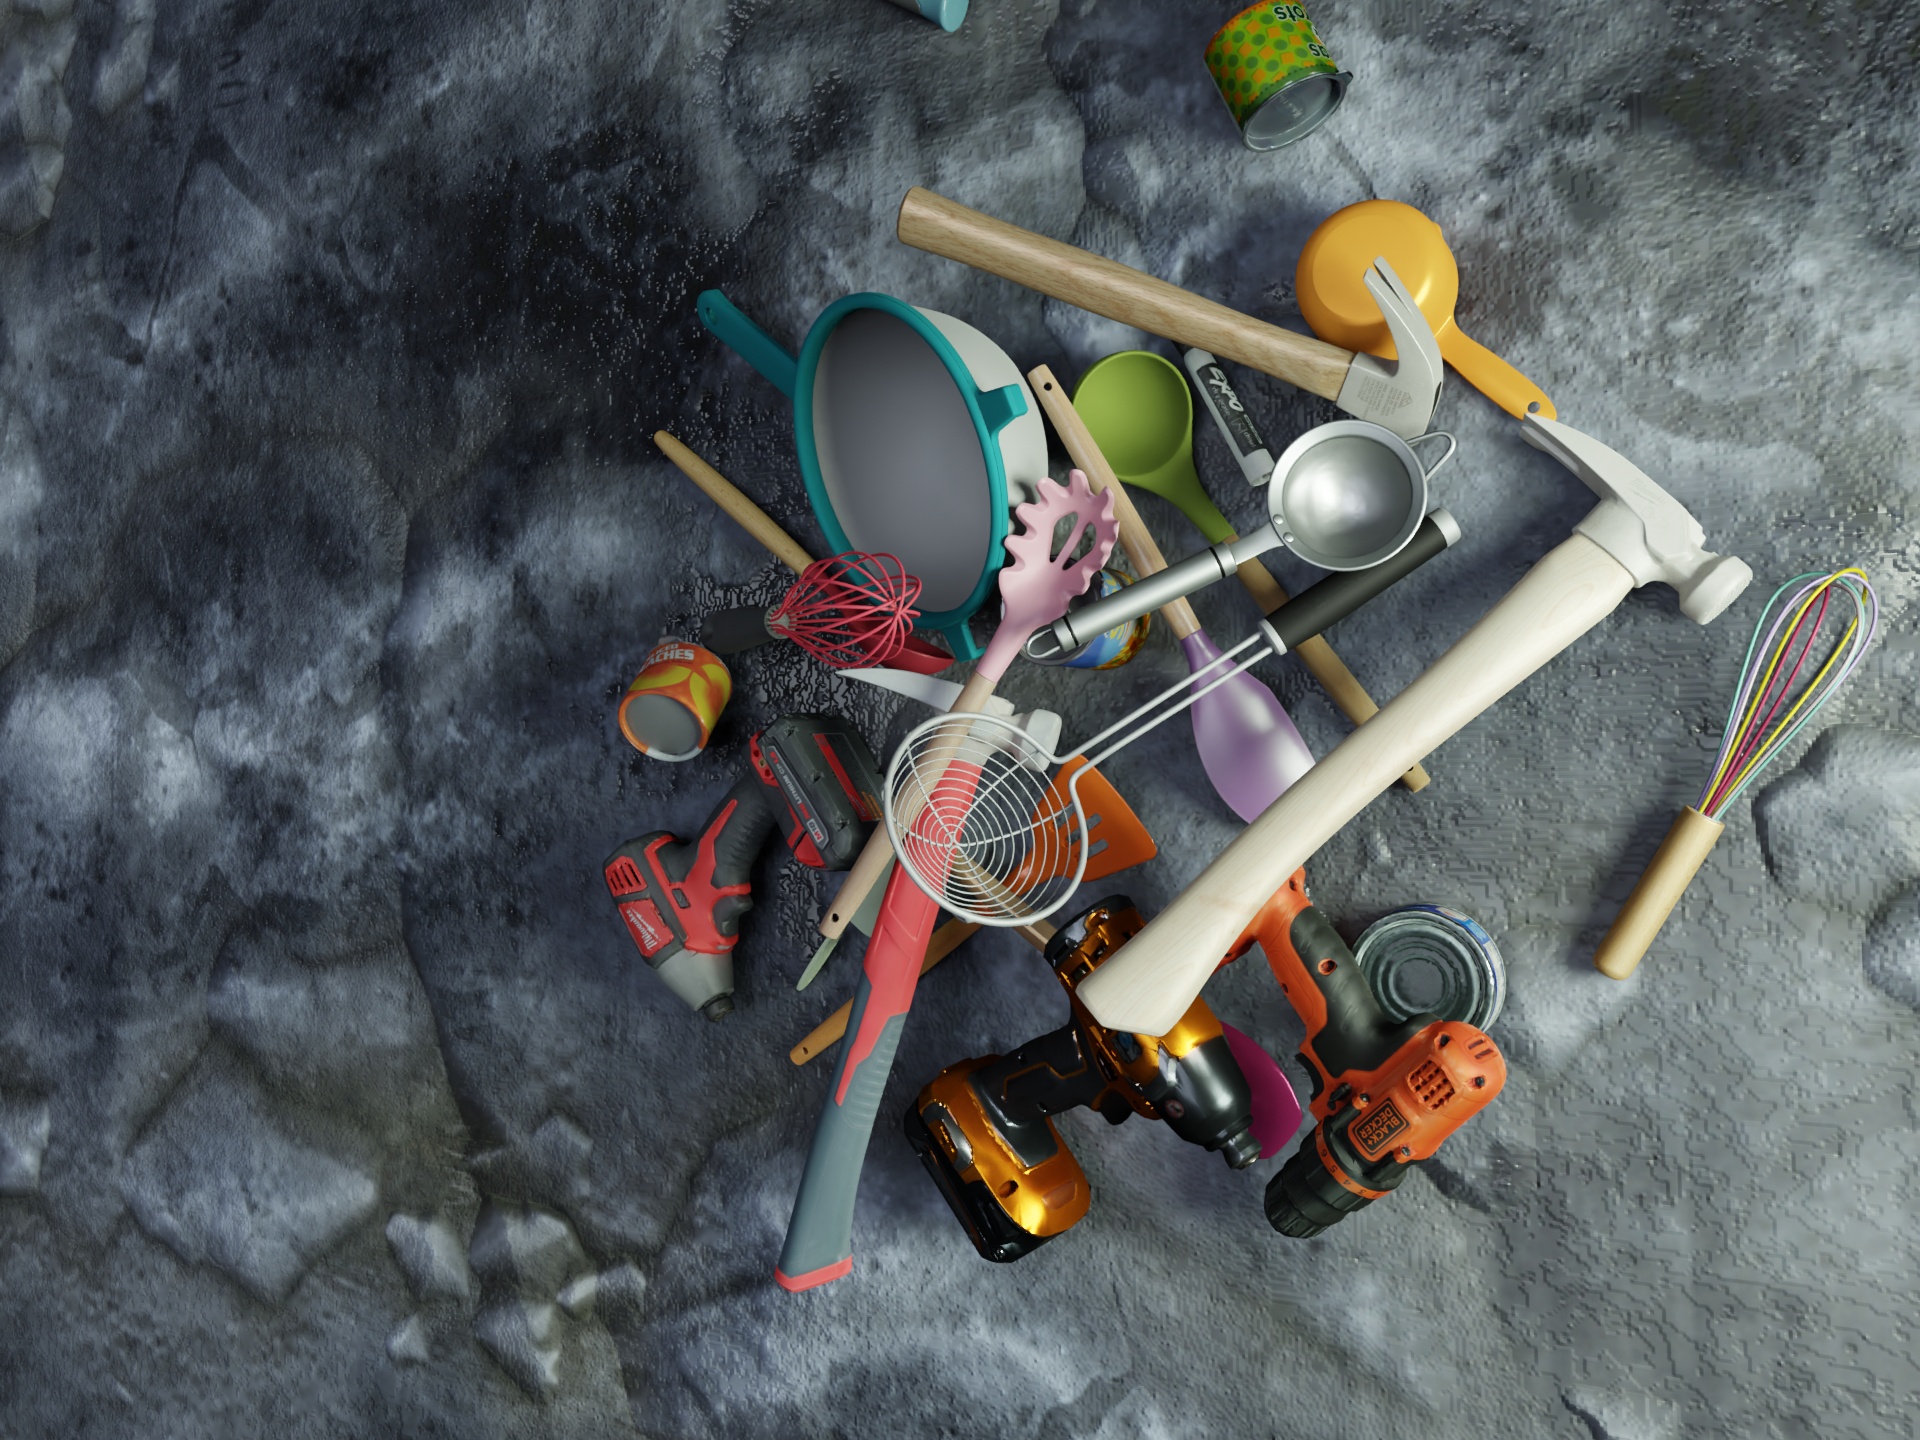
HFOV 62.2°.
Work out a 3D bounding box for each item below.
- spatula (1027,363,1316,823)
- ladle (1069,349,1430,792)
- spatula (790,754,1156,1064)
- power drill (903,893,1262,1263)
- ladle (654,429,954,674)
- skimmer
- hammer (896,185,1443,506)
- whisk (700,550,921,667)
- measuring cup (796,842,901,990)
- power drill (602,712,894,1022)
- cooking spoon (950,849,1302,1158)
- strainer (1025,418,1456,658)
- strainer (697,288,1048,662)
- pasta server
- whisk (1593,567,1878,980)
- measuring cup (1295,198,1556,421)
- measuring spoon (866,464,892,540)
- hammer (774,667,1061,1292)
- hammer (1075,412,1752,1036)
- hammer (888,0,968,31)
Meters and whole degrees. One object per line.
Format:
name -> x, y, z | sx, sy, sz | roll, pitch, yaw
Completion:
spatula -> 0.122, -0.072, 0.948 | 0.060, 0.018, 0.316 | -29, 89, 2
ladle -> 0.173, -0.089, 0.943 | 0.078, 0.062, 0.320 | -37, 75, 4
spatula -> -0.007, 0.141, 1.043 | 0.322, 0.041, 0.081 | -41, 83, 23
power drill -> 0.074, 0.230, 0.941 | 0.164, 0.084, 0.226 | 54, 130, 21
ladle -> -0.120, -0.119, 1.104 | 0.316, 0.069, 0.031 | 42, 108, 28
skimmer -> 0.124, -0.017, 0.880 | 0.363, 0.090, 0.127 | -33, 82, 1
hammer -> 0.115, -0.239, 0.912 | 0.331, 0.031, 0.130 | 24, 133, 12
whisk -> -0.109, -0.065, 1.028 | 0.296, 0.073, 0.073 | -2, 89, 60
measuring cup -> -0.062, 0.141, 1.066 | 0.038, 0.083, 0.167 | 43, 124, 13
power drill -> -0.146, 0.104, 1.101 | 0.219, 0.078, 0.143 | -39, 71, 25
cooking spoon -> 0.075, 0.154, 0.986 | 0.319, 0.017, 0.068 | 39, 107, 12
strainer -> 0.153, -0.094, 0.888 | 0.258, 0.050, 0.087 | -25, 75, 3
strainer -> -0.049, -0.207, 1.038 | 0.341, 0.095, 0.210 | 44, 141, 34
pasta server -> -0.001, -0.003, 0.934 | 0.060, 0.040, 0.316 | 34, 99, 14
whisk -> 0.397, 0.029, 0.829 | 0.051, 0.047, 0.245 | 32, 107, 23
measuring cup -> 0.263, -0.224, 0.894 | 0.174, 0.052, 0.095 | 46, 106, 22
measuring spoon -> -0.068, -0.177, 1.099 | 0.021, 0.011, 0.117 | -25, 74, 27
hammer -> -0.061, 0.161, 0.986 | 0.143, 0.038, 0.386 | 17, 92, 12
hammer -> 0.217, 0.013, 0.857 | 0.410, 0.038, 0.146 | -42, 69, 1
hammer -> -0.125, -0.559, 1.119 | 0.331, 0.033, 0.128 | 34, 104, 24
